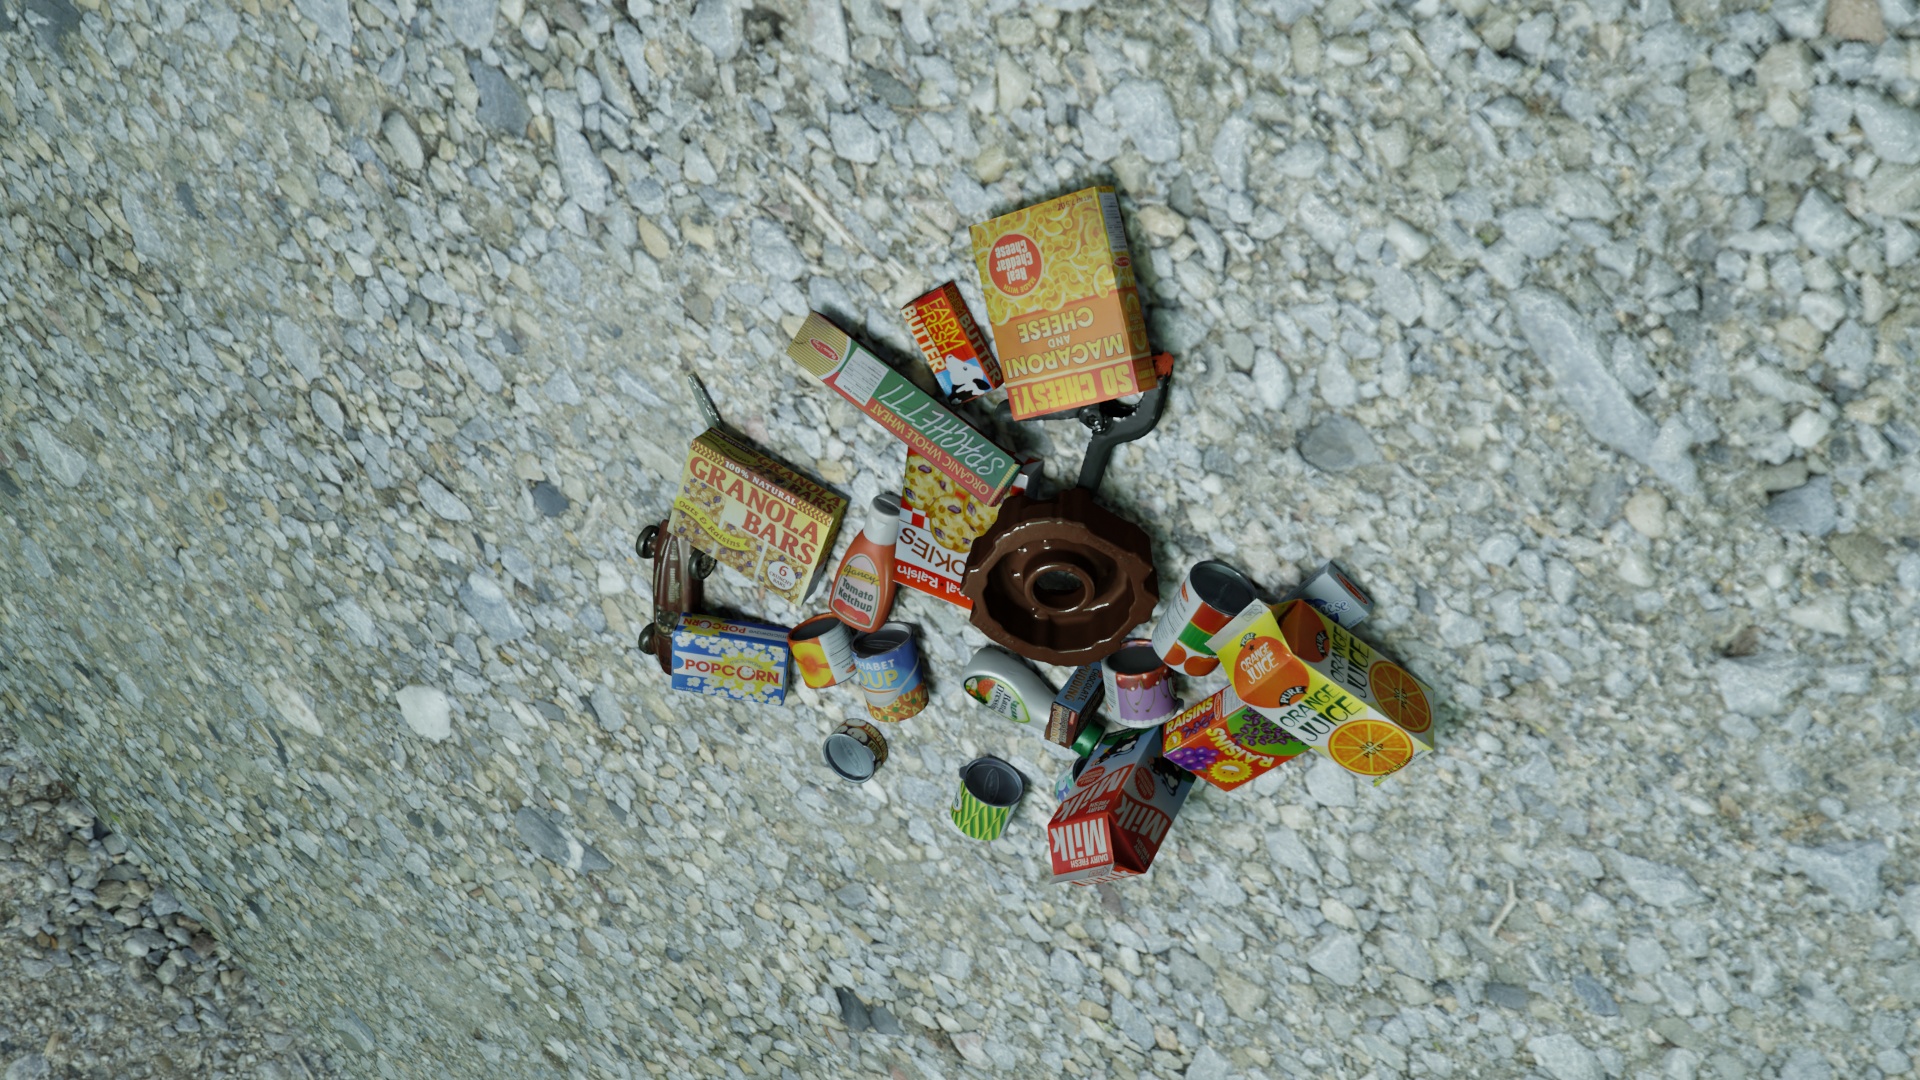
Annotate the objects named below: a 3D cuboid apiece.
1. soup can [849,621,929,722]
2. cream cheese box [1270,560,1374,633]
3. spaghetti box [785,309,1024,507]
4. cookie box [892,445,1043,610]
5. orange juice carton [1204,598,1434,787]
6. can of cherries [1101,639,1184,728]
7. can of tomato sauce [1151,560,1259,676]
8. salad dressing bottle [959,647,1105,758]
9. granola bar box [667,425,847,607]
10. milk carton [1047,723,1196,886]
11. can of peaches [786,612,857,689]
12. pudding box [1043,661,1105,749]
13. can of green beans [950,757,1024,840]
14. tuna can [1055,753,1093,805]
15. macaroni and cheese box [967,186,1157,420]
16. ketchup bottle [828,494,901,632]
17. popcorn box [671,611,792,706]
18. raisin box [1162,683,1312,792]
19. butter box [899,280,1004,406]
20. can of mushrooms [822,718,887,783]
[{"bbox_3d":[-0.074,0.137,1.433,0.071,0.072,0.083,1,118,30],"label":"soup can"},{"bbox_3d":[0.301,0.067,1.201,0.053,0.024,0.103,46,130,1],"label":"cream cheese box"},{"bbox_3d":[-0.052,-0.120,1.262,0.250,0.029,0.050,38,101,16],"label":"spaghetti box"},{"bbox_3d":[0.005,-0.017,1.317,0.123,0.040,0.166,21,125,19],"label":"cookie box"},{"bbox_3d":[0.302,0.119,1.169,0.192,0.073,0.071,33,131,-11],"label":"orange juice carton"},{"bbox_3d":[0.169,0.132,1.292,0.071,0.072,0.058,4,118,29],"label":"can of cherries"},{"bbox_3d":[0.217,0.071,1.226,0.071,0.071,0.082,33,130,10],"label":"can of tomato sauce"},{"bbox_3d":[0.072,0.162,1.379,0.148,0.044,0.064,30,138,12],"label":"salad dressing bottle"},{"bbox_3d":[-0.208,-0.024,1.418,0.166,0.039,0.123,29,125,8],"label":"granola bar box"},{"bbox_3d":[0.146,0.255,1.294,0.072,0.191,0.073,-22,105,38],"label":"milk carton"},{"bbox_3d":[-0.145,0.116,1.465,0.071,0.071,0.058,-6,113,33],"label":"can of peaches"},{"bbox_3d":[0.112,0.155,1.325,0.030,0.084,0.049,23,126,17],"label":"pudding box"},{"bbox_3d":[0.027,0.271,1.455,0.071,0.071,0.057,29,128,13],"label":"can of green beans"},{"bbox_3d":[0.131,0.251,1.381,0.071,0.071,0.032,44,131,1],"label":"tuna can"},{"bbox_3d":[0.085,-0.193,1.141,0.123,0.040,0.166,-9,97,34],"label":"macaroni and cheese box"},{"bbox_3d":[-0.088,0.021,1.391,0.065,0.044,0.148,29,127,13],"label":"ketchup bottle"},{"bbox_3d":[-0.251,0.131,1.527,0.127,0.038,0.084,9,125,-1],"label":"popcorn box"},{"bbox_3d":[0.256,0.175,1.262,0.086,0.040,0.123,31,134,-22],"label":"raisin box"},{"bbox_3d":[-0.007,-0.175,1.241,0.053,0.024,0.103,-19,106,37],"label":"butter box"},{"bbox_3d":[-0.114,0.233,1.537,0.071,0.034,0.070,15,123,24],"label":"can of mushrooms"}]
